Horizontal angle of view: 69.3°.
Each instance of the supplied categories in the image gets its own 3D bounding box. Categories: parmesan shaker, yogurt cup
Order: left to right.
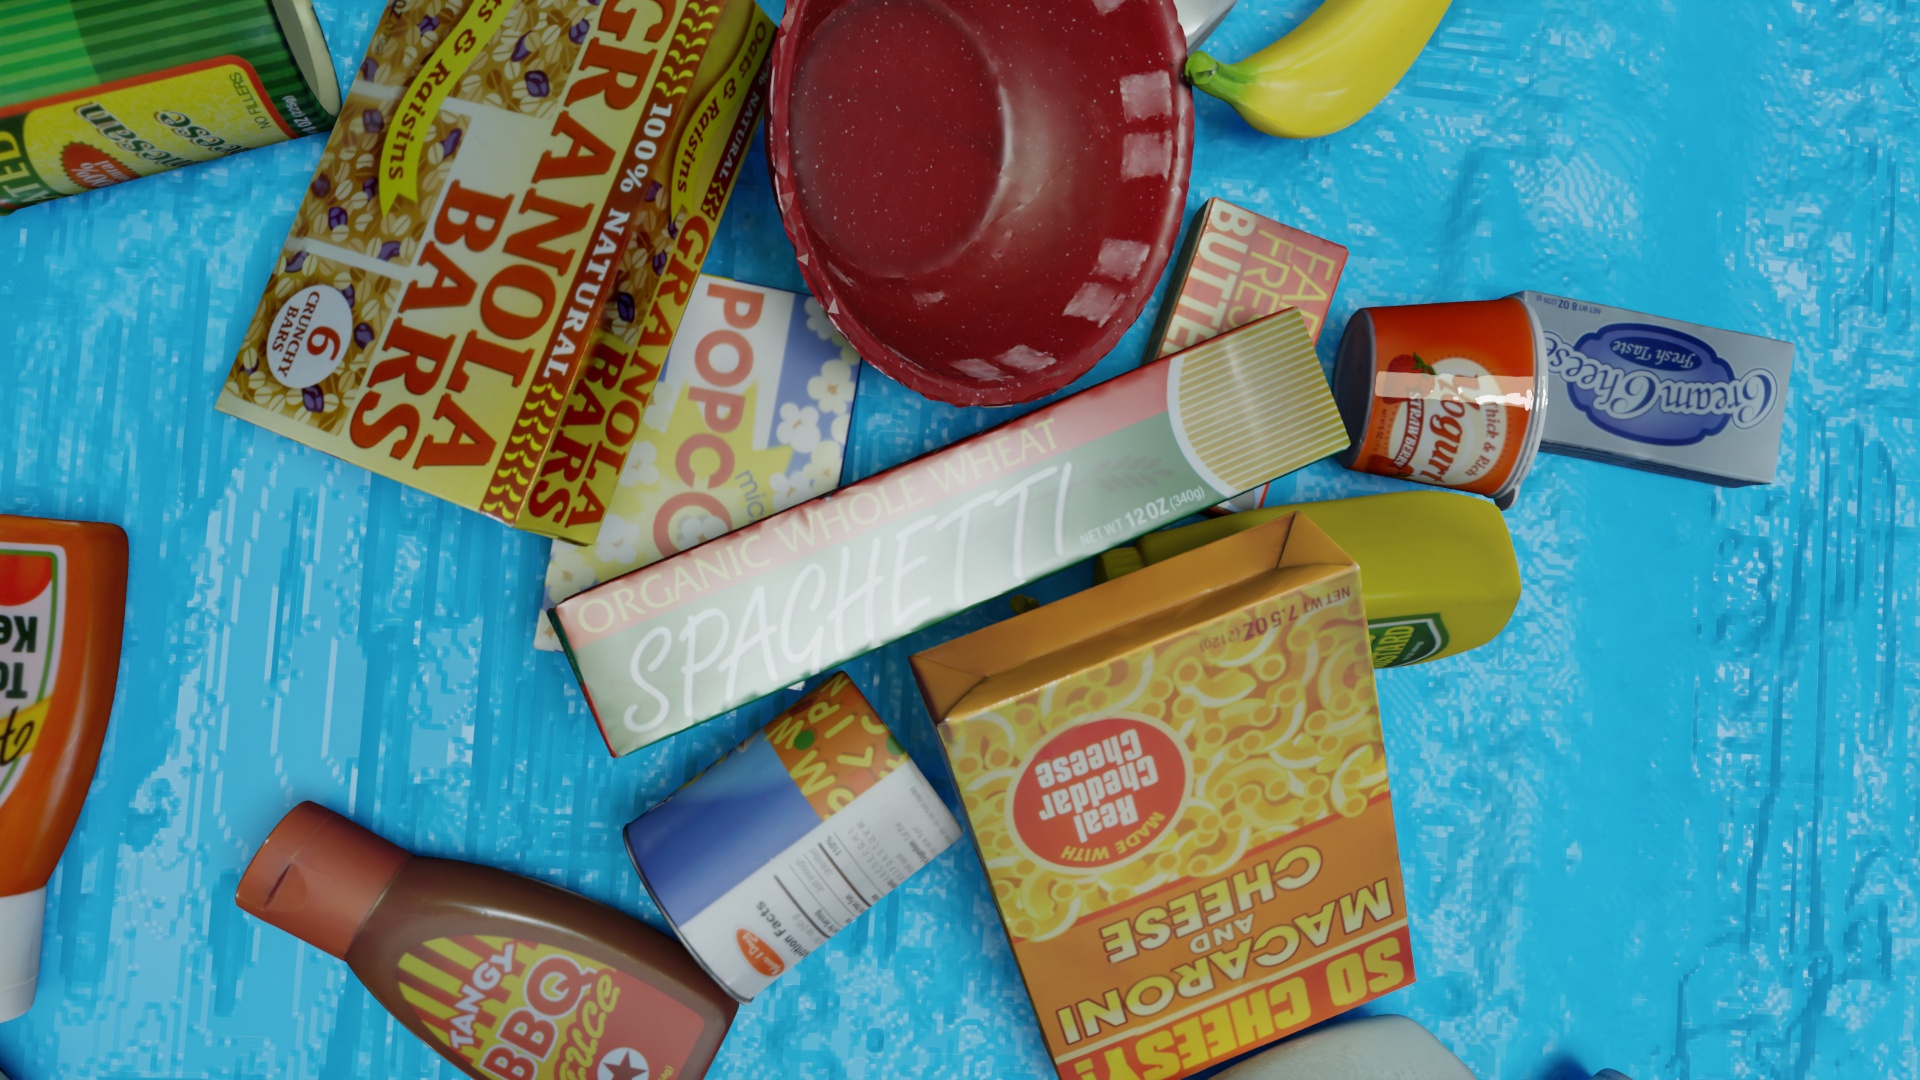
[{"bbox_3d":[-0.250,-0.144,0.415,0.103,0.071,0.071,-17,90,-7],"label":"parmesan shaker"},{"bbox_3d":[0.158,-0.049,0.466,0.054,0.072,0.072,4,87,1],"label":"yogurt cup"}]

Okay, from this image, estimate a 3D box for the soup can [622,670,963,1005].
[{"bbox_3d":[-0.052,0.089,0.434,0.084,0.071,0.071,-36,92,-8],"label":"soup can"}]

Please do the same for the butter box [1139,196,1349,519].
[{"bbox_3d":[0.091,-0.061,0.477,0.053,0.024,0.103,21,85,-6],"label":"butter box"}]

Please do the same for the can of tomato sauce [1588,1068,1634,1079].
[{"bbox_3d":[0.209,0.229,0.458,0.083,0.071,0.071,-37,93,-8],"label":"can of tomato sauce"}]

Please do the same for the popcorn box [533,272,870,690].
[{"bbox_3d":[-0.081,-0.020,0.447,0.085,0.038,0.126,10,86,-8],"label":"popcorn box"}]

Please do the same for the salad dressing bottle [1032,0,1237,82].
[{"bbox_3d":[0.027,-0.218,0.467,0.147,0.044,0.064,44,85,-2],"label":"salad dressing bottle"}]

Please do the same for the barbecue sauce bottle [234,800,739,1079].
[{"bbox_3d":[-0.146,0.131,0.430,0.148,0.044,0.065,30,93,-4],"label":"barbecue sauce bottle"}]

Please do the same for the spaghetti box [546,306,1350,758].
[{"bbox_3d":[0.002,-0.005,0.426,0.251,0.028,0.050,-23,93,-12],"label":"spaghetti box"}]

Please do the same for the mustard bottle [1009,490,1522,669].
[{"bbox_3d":[0.096,0.019,0.455,0.160,0.065,0.049,-6,63,-3],"label":"mustard bottle"}]

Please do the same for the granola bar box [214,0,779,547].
[{"bbox_3d":[-0.137,-0.094,0.418,0.124,0.039,0.165,19,85,23],"label":"granola bar box"}]

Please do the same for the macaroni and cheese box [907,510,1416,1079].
[{"bbox_3d":[0.068,0.087,0.423,0.124,0.040,0.165,-20,120,-5],"label":"macaroni and cheese box"}]

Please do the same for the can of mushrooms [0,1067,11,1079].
[{"bbox_3d":[-0.308,0.176,0.398,0.071,0.071,0.033,-41,93,-7],"label":"can of mushrooms"}]

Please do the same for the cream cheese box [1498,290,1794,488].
[{"bbox_3d":[0.240,-0.053,0.496,0.104,0.024,0.053,9,88,-6],"label":"cream cheese box"}]

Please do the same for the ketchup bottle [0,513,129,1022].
[{"bbox_3d":[-0.291,0.066,0.415,0.065,0.043,0.149,4,88,-7],"label":"ketchup bottle"}]
